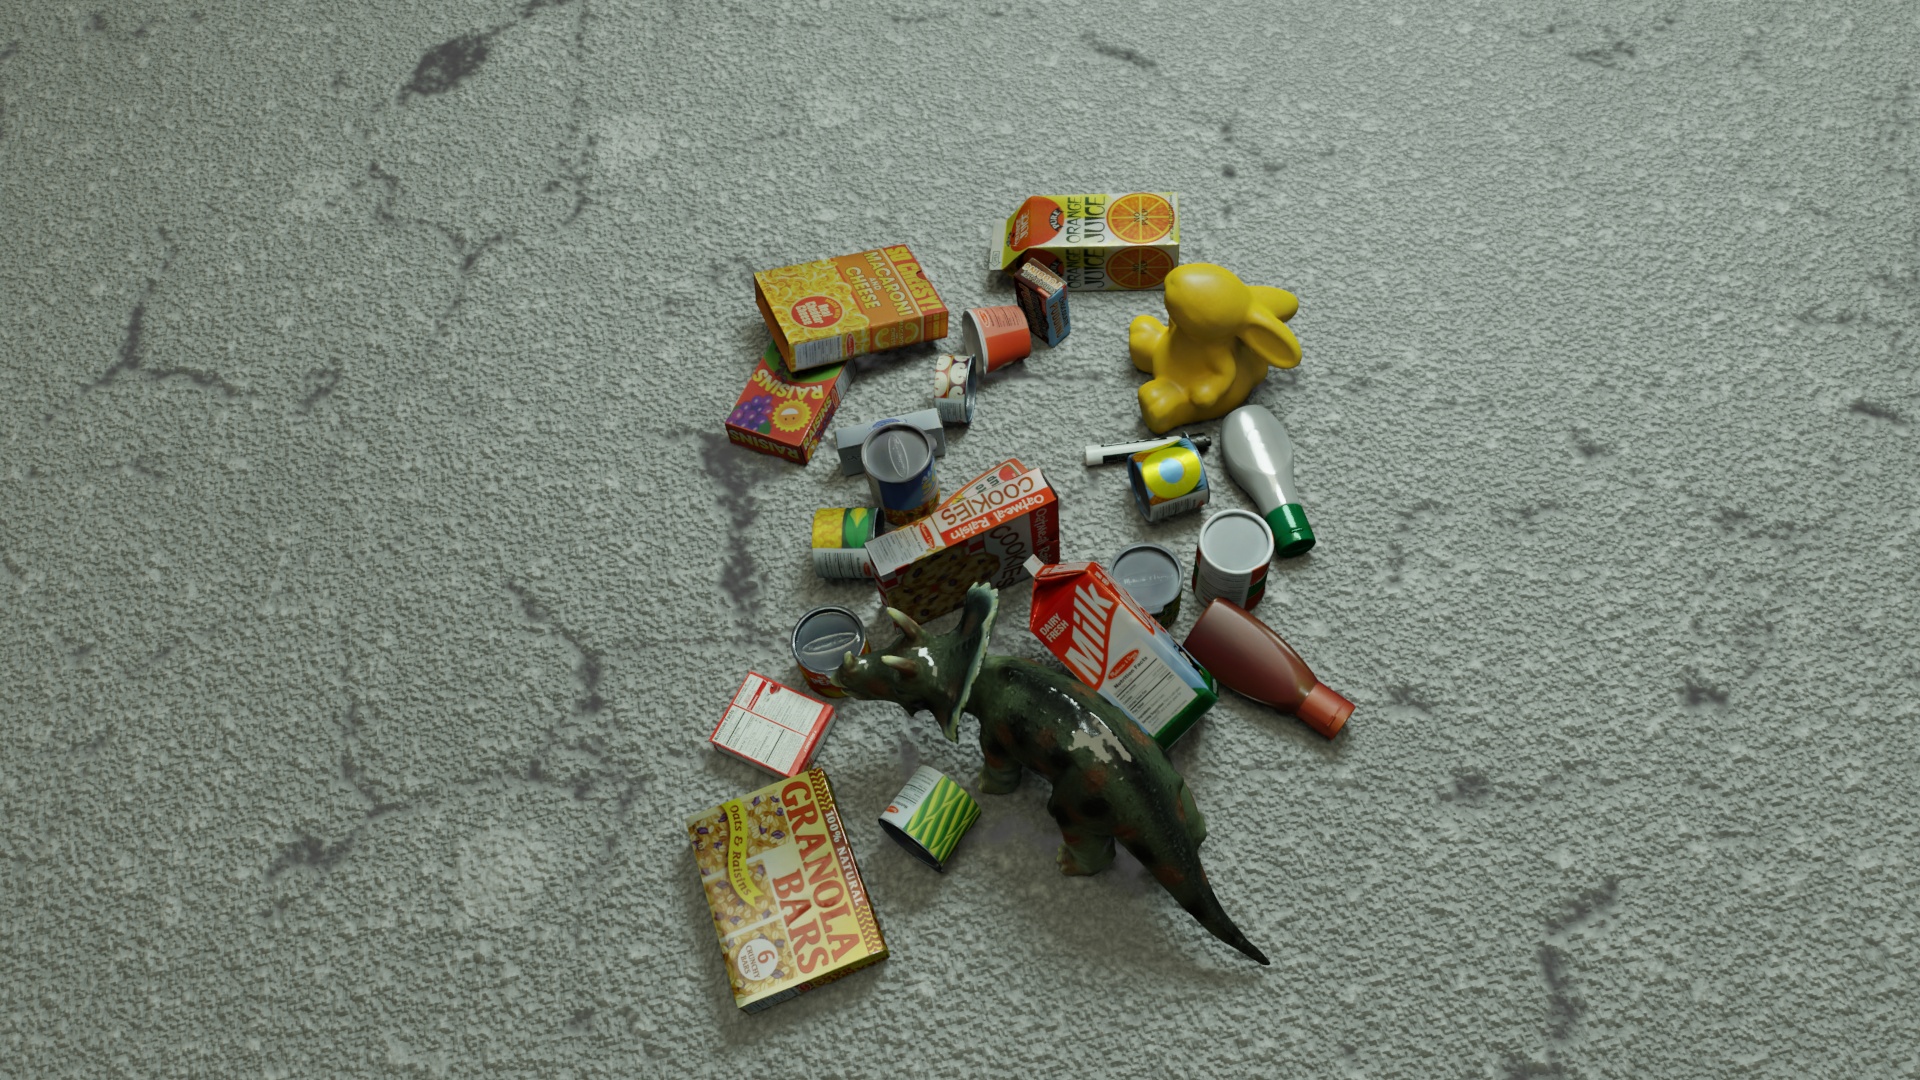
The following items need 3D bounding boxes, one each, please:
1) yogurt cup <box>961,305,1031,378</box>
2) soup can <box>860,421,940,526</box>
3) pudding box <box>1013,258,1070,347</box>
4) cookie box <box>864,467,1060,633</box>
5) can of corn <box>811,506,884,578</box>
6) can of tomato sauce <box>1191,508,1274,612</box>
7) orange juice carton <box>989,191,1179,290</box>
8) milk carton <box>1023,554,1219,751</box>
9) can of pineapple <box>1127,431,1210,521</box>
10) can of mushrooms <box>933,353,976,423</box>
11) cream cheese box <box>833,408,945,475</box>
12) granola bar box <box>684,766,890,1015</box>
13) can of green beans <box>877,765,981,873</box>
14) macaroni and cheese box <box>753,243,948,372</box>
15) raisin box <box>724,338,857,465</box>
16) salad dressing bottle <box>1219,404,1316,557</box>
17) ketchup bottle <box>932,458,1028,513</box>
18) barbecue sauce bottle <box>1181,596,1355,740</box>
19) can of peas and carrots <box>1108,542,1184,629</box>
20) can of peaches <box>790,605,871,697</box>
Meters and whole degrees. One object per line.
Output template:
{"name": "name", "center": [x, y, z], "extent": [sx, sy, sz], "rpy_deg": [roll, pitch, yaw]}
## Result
{"name": "yogurt cup", "center": [0.036, -0.203, 1.387], "extent": [0.054, 0.072, 0.072], "rpy_deg": [-15, 60, -12]}
{"name": "soup can", "center": [-0.052, -0.062, 1.303], "extent": [0.071, 0.083, 0.071], "rpy_deg": [-2, 61, 4]}
{"name": "pudding box", "center": [0.083, -0.237, 1.390], "extent": [0.030, 0.083, 0.050], "rpy_deg": [-43, 66, -14]}
{"name": "cookie box", "center": [0.006, 0.012, 1.234], "extent": [0.168, 0.122, 0.040], "rpy_deg": [-23, 62, -8]}
{"name": "can of corn", "center": [-0.103, 0.000, 1.284], "extent": [0.058, 0.071, 0.071], "rpy_deg": [-1, 61, 6]}
{"name": "can of tomato sauce", "center": [0.241, 0.018, 1.230], "extent": [0.071, 0.082, 0.071], "rpy_deg": [-2, 61, 4]}
{"name": "orange juice carton", "center": [0.127, -0.307, 1.430], "extent": [0.193, 0.072, 0.072], "rpy_deg": [0, 61, 6]}
{"name": "milk carton", "center": [0.124, 0.083, 1.165], "extent": [0.190, 0.072, 0.073], "rpy_deg": [45, 100, 3]}
{"name": "can of pineapple", "center": [0.192, -0.058, 1.287], "extent": [0.058, 0.070, 0.071], "rpy_deg": [-18, 61, -4]}
{"name": "can of mushrooms", "center": [-0.004, -0.151, 1.359], "extent": [0.033, 0.070, 0.071], "rpy_deg": [4, 61, 9]}
{"name": "cream cheese box", "center": [-0.067, -0.095, 1.341], "extent": [0.104, 0.053, 0.024], "rpy_deg": [-12, 63, -2]}
{"name": "granola bar box", "center": [-0.143, 0.286, 1.142], "extent": [0.124, 0.039, 0.166], "rpy_deg": [-21, 61, -5]}
{"name": "can of green beans", "center": [-0.025, 0.228, 1.147], "extent": [0.071, 0.071, 0.058], "rpy_deg": [32, 68, 21]}
{"name": "macaroni and cheese box", "center": [-0.111, -0.238, 1.403], "extent": [0.167, 0.040, 0.124], "rpy_deg": [-15, 49, -17]}
{"name": "raisin box", "center": [-0.169, -0.143, 1.386], "extent": [0.086, 0.040, 0.124], "rpy_deg": [18, 63, 14]}
{"name": "salad dressing bottle", "center": [0.287, -0.055, 1.291], "extent": [0.064, 0.043, 0.148], "rpy_deg": [-13, 61, -4]}
{"name": "ketchup bottle", "center": [0.005, -0.016, 1.296], "extent": [0.149, 0.043, 0.065], "rpy_deg": [-30, 62, -11]}
{"name": "barbecue sauce bottle", "center": [0.266, 0.113, 1.192], "extent": [0.149, 0.044, 0.064], "rpy_deg": [36, 107, 16]}
{"name": "can of peas and carrots", "center": [0.165, 0.046, 1.236], "extent": [0.071, 0.058, 0.071], "rpy_deg": [-2, 62, 4]}
{"name": "can of peaches", "center": [-0.113, 0.101, 1.232], "extent": [0.071, 0.057, 0.071], "rpy_deg": [-2, 61, 4]}
